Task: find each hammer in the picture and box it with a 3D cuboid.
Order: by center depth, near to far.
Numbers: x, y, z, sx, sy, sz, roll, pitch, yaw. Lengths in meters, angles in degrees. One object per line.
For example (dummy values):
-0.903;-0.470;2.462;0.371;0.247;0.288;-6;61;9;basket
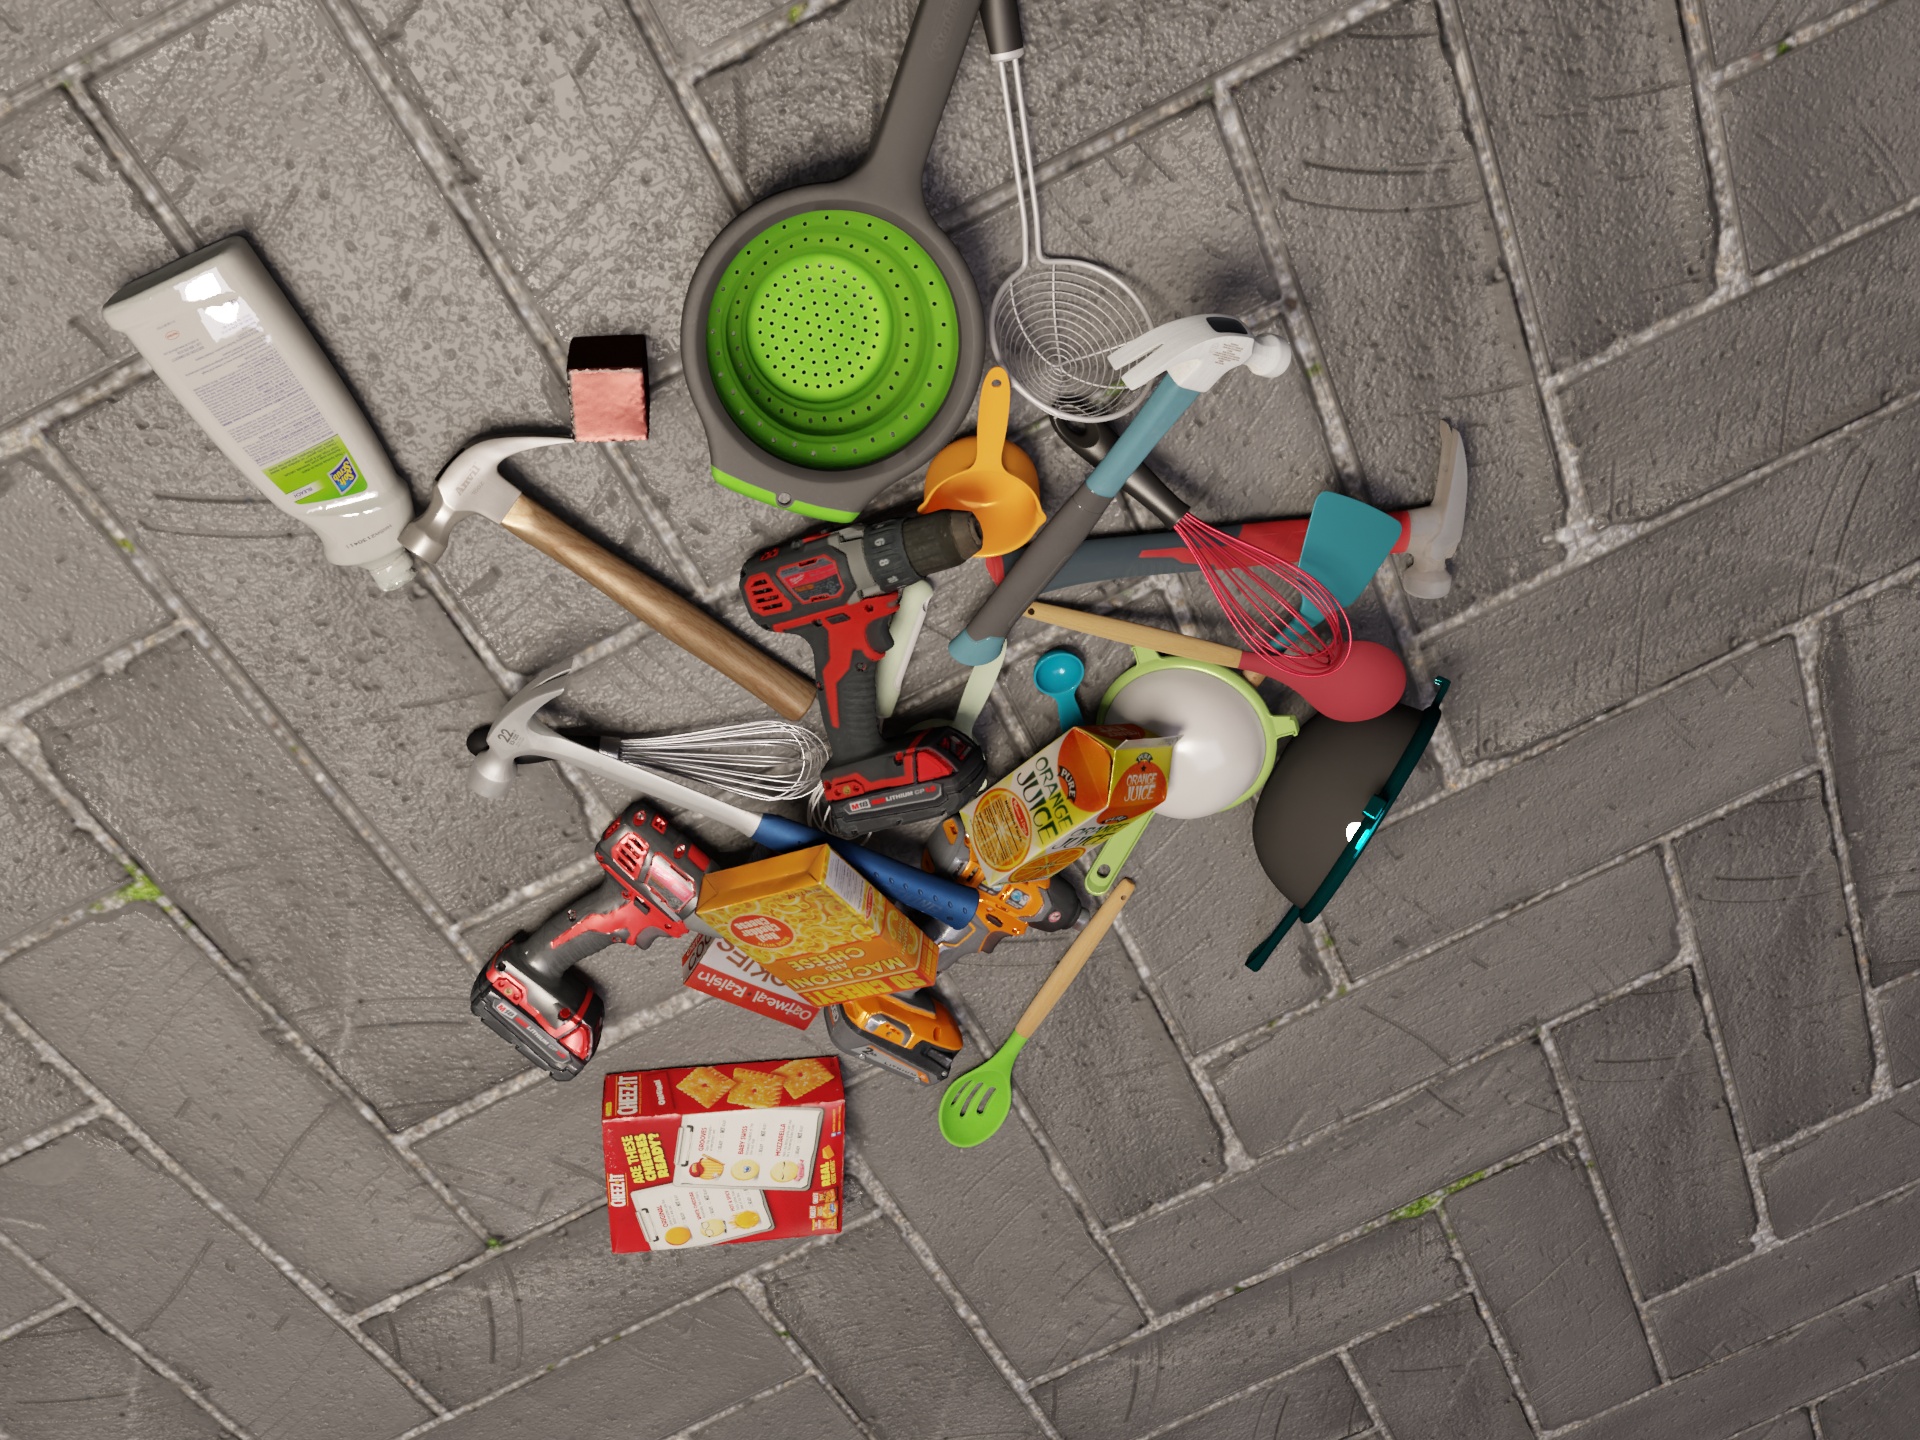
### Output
0.094;-0.158;1.150;0.128;0.033;0.331;2;138;-43;hammer
-0.238;-0.097;1.186;0.331;0.031;0.130;35;90;-31;hammer
-0.167;0.075;1.236;0.405;0.035;0.144;24;130;-18;hammer
0.212;-0.151;1.257;0.386;0.038;0.143;-6;118;-8;hammer

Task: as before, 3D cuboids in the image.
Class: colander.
-0.063;-0.337;1.070;0.204;0.095;0.397;16;107;-18;colander

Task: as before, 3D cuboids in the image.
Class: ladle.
0.196;-0.056;1.257;0.315;0.031;0.069;13;113;5;ladle

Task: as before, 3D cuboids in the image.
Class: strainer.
0.158;0.066;1.326;0.151;0.069;0.256;28;123;3;strainer
0.290;0.099;1.374;0.095;0.211;0.340;33;136;10;strainer

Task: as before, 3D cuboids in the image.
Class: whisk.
0.179;-0.139;1.199;0.296;0.073;0.073;42;105;-3;whisk
-0.243;0.026;1.252;0.284;0.070;0.070;3;118;-8;whisk
-0.069;-0.001;1.280;0.059;0.058;0.246;24;110;10;whisk

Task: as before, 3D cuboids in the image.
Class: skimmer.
0.057;-0.382;1.065;0.127;0.090;0.363;-24;121;-21;skimmer

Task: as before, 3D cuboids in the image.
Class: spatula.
0.240;-0.046;1.300;0.082;0.044;0.317;18;129;-23;spatula

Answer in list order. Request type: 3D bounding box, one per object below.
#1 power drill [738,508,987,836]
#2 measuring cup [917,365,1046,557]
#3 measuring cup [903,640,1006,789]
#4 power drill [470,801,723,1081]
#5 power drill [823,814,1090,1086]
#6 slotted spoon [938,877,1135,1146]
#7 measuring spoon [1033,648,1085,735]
-0.048;-0.042;1.191;0.188;0.080;0.226;-14;103;19;power drill
0.019;-0.198;1.155;0.095;0.052;0.173;3;138;-3;measuring cup
-0.002;-0.004;1.296;0.083;0.038;0.167;16;112;-20;measuring cup
-0.284;0.185;1.309;0.143;0.079;0.219;43;101;-13;power drill
0.001;0.206;1.390;0.164;0.084;0.226;28;106;-24;power drill
0.072;0.270;1.470;0.070;0.031;0.313;25;109;-23;slotted spoon
0.089;-0.011;1.326;0.042;0.021;0.128;-17;130;2;measuring spoon
